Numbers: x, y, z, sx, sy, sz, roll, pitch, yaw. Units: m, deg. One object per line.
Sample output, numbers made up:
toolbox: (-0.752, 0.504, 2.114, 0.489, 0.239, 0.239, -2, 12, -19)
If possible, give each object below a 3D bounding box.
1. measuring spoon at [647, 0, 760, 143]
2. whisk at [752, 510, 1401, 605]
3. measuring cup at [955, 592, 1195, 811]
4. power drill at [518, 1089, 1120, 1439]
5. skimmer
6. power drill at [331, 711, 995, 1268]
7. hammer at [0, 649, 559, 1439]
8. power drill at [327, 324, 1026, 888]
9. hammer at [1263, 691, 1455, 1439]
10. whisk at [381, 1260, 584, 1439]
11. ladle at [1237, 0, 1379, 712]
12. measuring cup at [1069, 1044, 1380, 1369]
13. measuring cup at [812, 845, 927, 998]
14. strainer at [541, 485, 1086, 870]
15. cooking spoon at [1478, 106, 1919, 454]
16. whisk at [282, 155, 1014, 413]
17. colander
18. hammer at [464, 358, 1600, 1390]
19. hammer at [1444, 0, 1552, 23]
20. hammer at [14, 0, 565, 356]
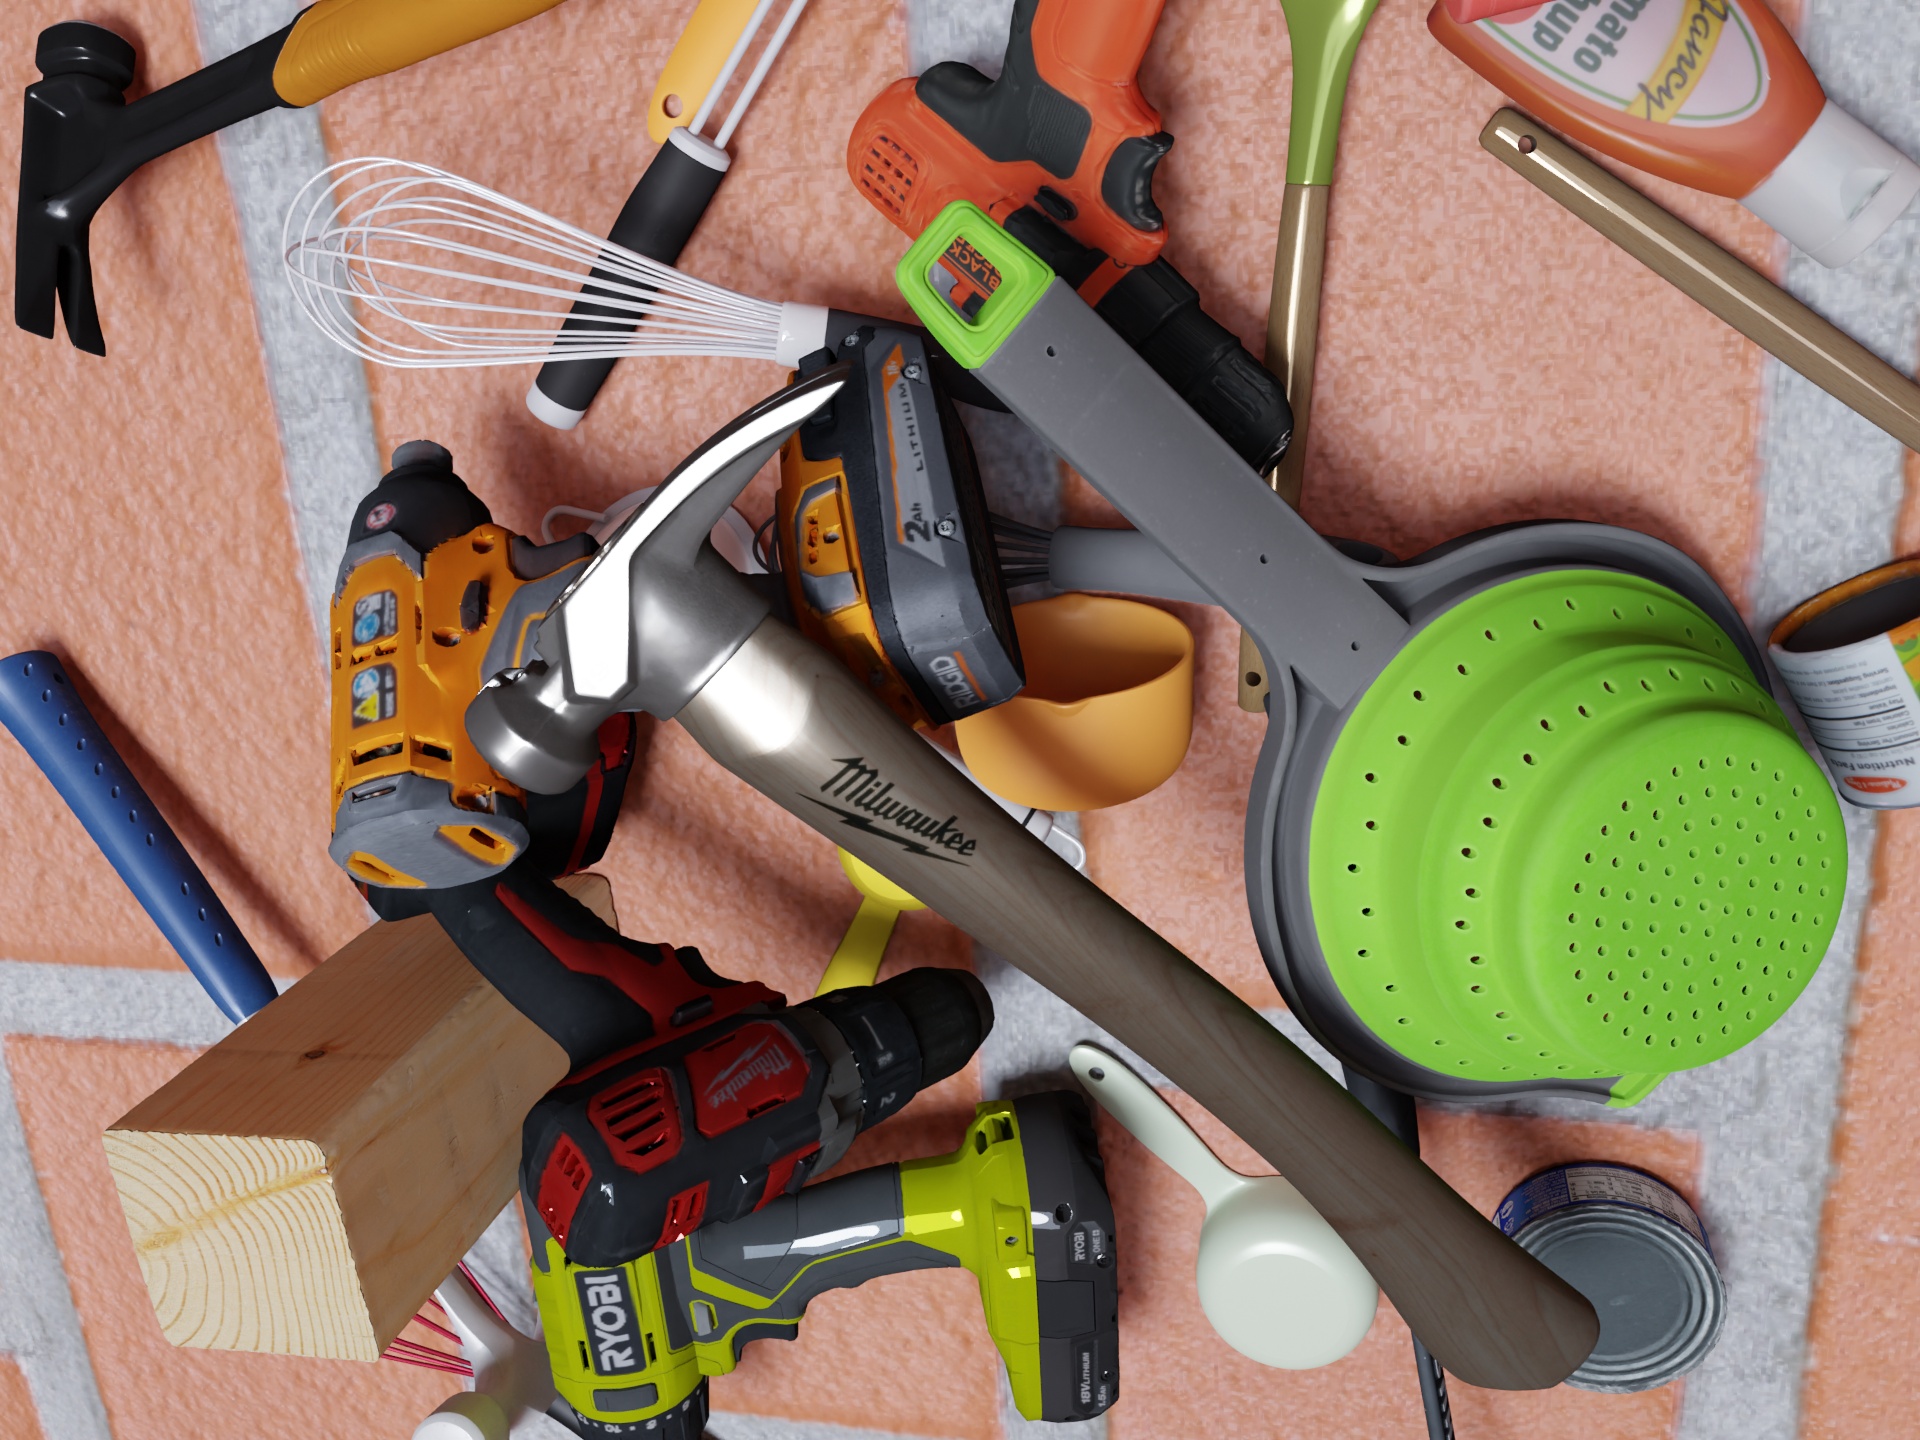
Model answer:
measuring spoon: (-0.081, -0.255, 0.560, 0.021, 0.011, 0.117, 37, 114, 0)
whisk: (0.036, -0.057, 0.566, 0.239, 0.055, 0.055, 6, 110, 20)
measuring cup: (-0.001, -0.002, 0.578, 0.173, 0.095, 0.052, -4, 117, 7)
power drill: (-0.055, 0.239, 0.650, 0.228, 0.080, 0.190, -5, 114, -3)
skimmer: (-0.055, -0.230, 0.519, 0.127, 0.090, 0.363, 24, 119, -27)
power drill: (-0.111, 0.080, 0.599, 0.227, 0.188, 0.080, 45, 130, 28)
hammer: (-0.303, 0.139, 0.709, 0.035, 0.144, 0.405, -38, 86, 9)
power drill: (-0.105, -0.049, 0.530, 0.226, 0.084, 0.164, -16, 63, 9)
hammer: (0.163, 0.184, 0.597, 0.036, 0.149, 0.409, -8, 99, 24)
whisk: (-0.218, 0.309, 0.768, 0.296, 0.073, 0.073, 35, 114, -5)
ladle: (0.108, -0.148, 0.525, 0.078, 0.062, 0.320, 12, 115, 25)
measuring cup: (0.103, 0.200, 0.655, 0.167, 0.038, 0.083, 44, 113, -4)
measuring cup: (-0.041, 0.092, 0.659, 0.062, 0.029, 0.156, 25, 110, 5)
strainer: (-0.061, -0.015, 0.614, 0.258, 0.050, 0.087, 32, 93, 4)
cooking spoon: (0.300, -0.101, 0.509, 0.319, 0.017, 0.068, 35, 113, 0)
whisk: (-0.087, -0.138, 0.551, 0.284, 0.070, 0.070, 8, 112, -8)
colander: (0.141, -0.007, 0.472, 0.396, 0.094, 0.204, 40, 90, -19)
hammer: (0.060, 0.075, 0.480, 0.410, 0.038, 0.146, 40, 107, -16)
hammer: (0.312, -0.242, 0.421, 0.359, 0.037, 0.149, -13, 105, 9)
hammer: (-0.203, -0.223, 0.533, 0.337, 0.034, 0.127, -9, 77, 28)
